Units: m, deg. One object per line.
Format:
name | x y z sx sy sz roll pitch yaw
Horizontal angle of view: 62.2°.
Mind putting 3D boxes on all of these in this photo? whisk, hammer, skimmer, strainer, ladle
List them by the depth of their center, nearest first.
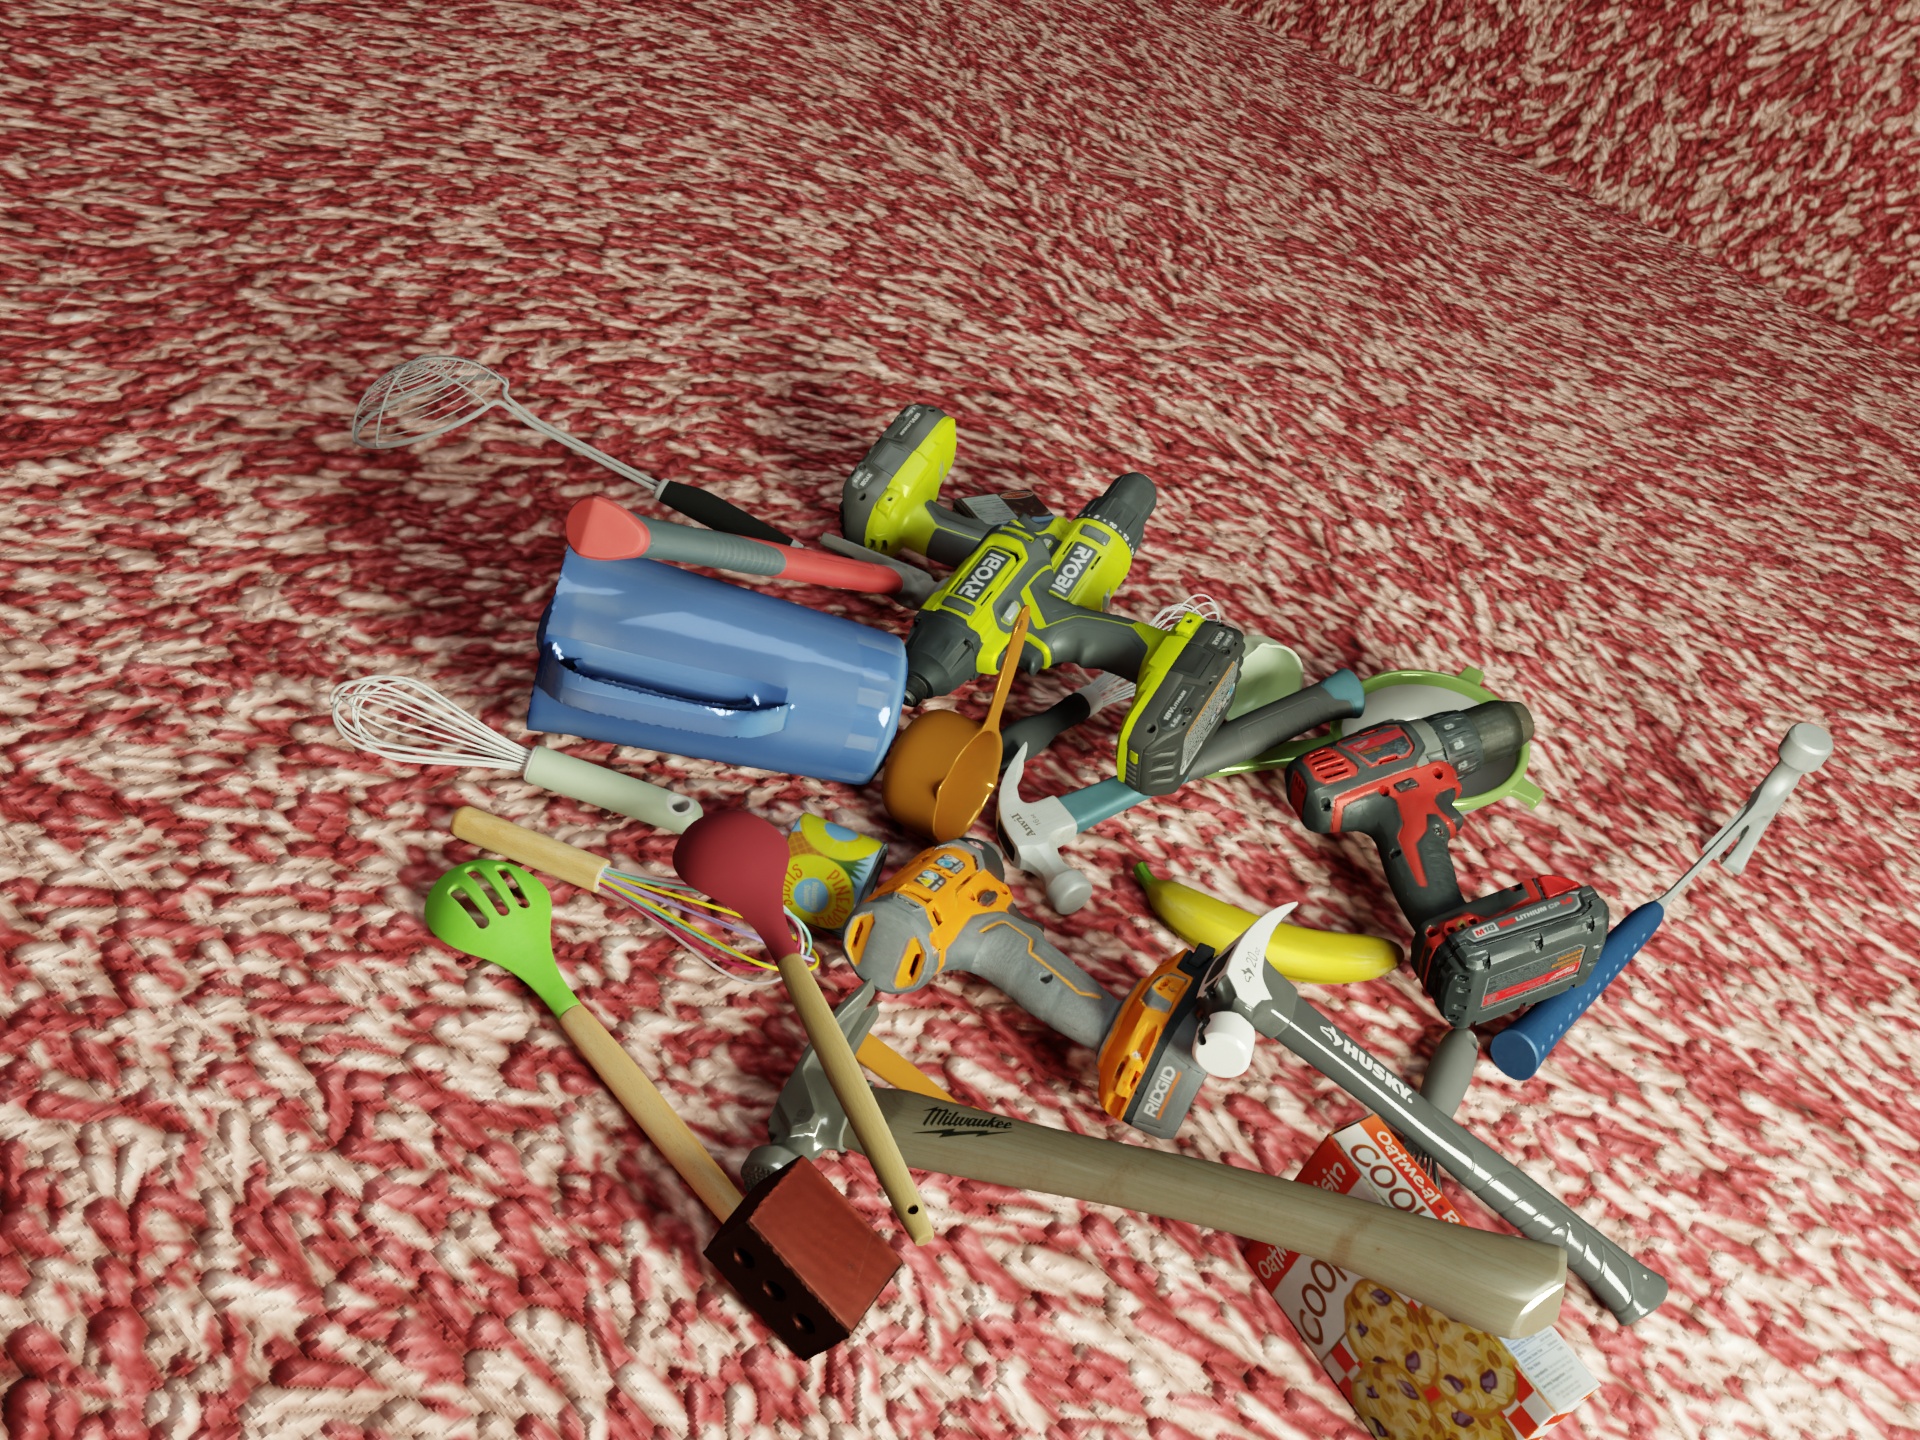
hammer | 0.098 0.232 0.829 0.411 0.038 0.146 8 39 20
ladle | -0.086 0.154 0.881 0.069 0.031 0.316 -18 48 -19
hammer | 0.280 0.239 0.930 0.334 0.035 0.146 38 34 -4
whisk | -0.200 0.103 0.969 0.245 0.051 0.047 21 45 6
whisk | 0.288 0.261 0.980 0.055 0.055 0.239 30 36 13
whisk | -0.284 0.026 1.022 0.246 0.059 0.058 20 47 -8
hammer | -0.142 -0.116 1.102 0.143 0.038 0.386 24 10 27
hammer | 0.170 0.031 1.165 0.331 0.033 0.128 -22 51 -26
hammer | 0.512 0.141 1.170 0.405 0.144 0.035 -31 57 -33
whisk | 0.118 -0.027 1.240 0.284 0.070 0.070 -29 59 -37
strainer | 0.310 0.038 1.244 0.256 0.069 0.152 -6 44 -3
skimmer | -0.304 -0.192 1.278 0.363 0.090 0.127 26 36 -7

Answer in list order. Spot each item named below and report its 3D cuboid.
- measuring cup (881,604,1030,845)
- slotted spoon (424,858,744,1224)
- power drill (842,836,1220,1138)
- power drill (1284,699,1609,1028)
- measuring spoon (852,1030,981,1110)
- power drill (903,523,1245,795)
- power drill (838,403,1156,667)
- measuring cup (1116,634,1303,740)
measuring cup | -0.002 -0.003 1.076 0.052 0.173 0.095 22 9 23
slotted spoon | -0.201 0.181 0.890 0.070 0.031 0.314 -28 59 -36
power drill | 0.058 0.148 0.985 0.226 0.084 0.164 26 26 14
power drill | 0.355 0.082 1.105 0.188 0.080 0.227 -18 48 -8
measuring spoon | -0.032 0.207 0.938 0.117 0.011 0.021 32 41 16
power drill | 0.075 -0.041 1.146 0.223 0.080 0.171 24 57 21
power drill | 0.035 -0.166 1.309 0.228 0.080 0.191 29 64 13
measuring cup | 0.191 -0.018 1.259 0.167 0.083 0.038 -18 32 -16
